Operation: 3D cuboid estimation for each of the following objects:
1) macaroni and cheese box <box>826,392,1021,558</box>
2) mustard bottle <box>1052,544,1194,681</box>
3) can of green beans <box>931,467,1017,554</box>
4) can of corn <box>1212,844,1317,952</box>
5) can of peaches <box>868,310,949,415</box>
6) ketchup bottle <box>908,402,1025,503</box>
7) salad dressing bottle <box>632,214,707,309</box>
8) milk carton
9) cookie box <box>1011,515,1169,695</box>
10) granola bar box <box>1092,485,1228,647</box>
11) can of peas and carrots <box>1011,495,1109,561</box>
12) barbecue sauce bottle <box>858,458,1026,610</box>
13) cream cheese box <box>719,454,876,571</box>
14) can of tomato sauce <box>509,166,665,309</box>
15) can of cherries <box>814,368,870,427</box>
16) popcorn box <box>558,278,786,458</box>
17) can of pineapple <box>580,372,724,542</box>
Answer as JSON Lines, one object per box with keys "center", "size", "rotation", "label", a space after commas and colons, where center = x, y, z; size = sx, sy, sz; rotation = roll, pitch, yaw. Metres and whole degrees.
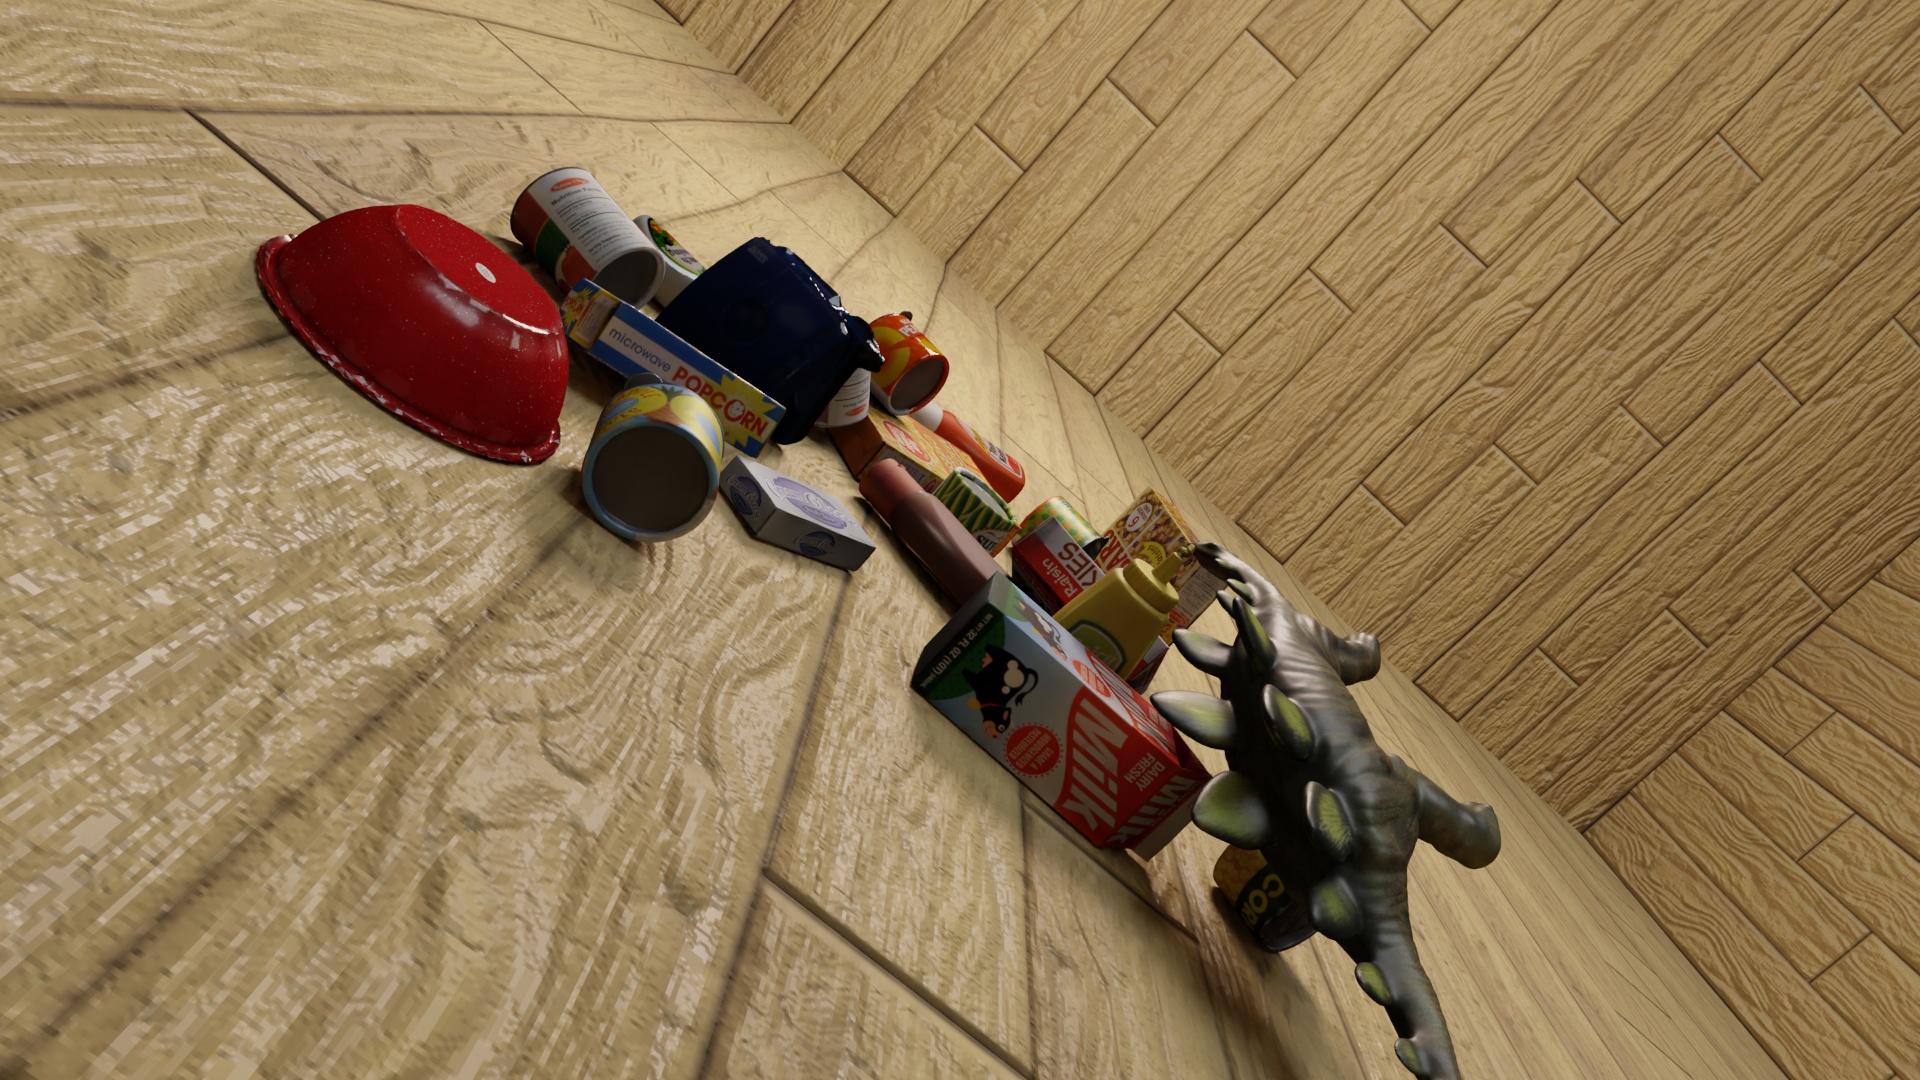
{"center": [-0.038, -0.063, 1.164], "size": [0.166, 0.040, 0.124], "rotation": [31, 17, -39], "label": "macaroni and cheese box"}
{"center": [0.092, 0.059, 0.892], "size": [0.065, 0.160, 0.049], "rotation": [41, 14, -2], "label": "mustard bottle"}
{"center": [0.002, -0.015, 1.089], "size": [0.071, 0.057, 0.071], "rotation": [40, 13, -11], "label": "can of green beans"}
{"center": [0.206, 0.226, 0.910], "size": [0.071, 0.071, 0.058], "rotation": [29, 18, -47], "label": "can of corn"}
{"center": [-0.050, -0.147, 1.153], "size": [0.058, 0.071, 0.071], "rotation": [48, 14, 26], "label": "can of peaches"}
{"center": [-0.003, -0.093, 1.355], "size": [0.148, 0.043, 0.065], "rotation": [35, 15, -30], "label": "ketchup bottle"}
{"center": [-0.200, -0.183, 1.059], "size": [0.147, 0.044, 0.064], "rotation": [43, 12, -1], "label": "salad dressing bottle"}
{"center": [0.067, 0.113, 0.842], "size": [0.190, 0.072, 0.073], "rotation": [42, 13, -6], "label": "milk carton"}
{"center": [0.089, 0.060, 1.012], "size": [0.123, 0.040, 0.167], "rotation": [49, -9, 13], "label": "cookie box"}
{"center": [0.164, 0.036, 1.255], "size": [0.039, 0.124, 0.166], "rotation": [38, 14, -23], "label": "granola bar box"}
{"center": [0.091, 0.000, 1.275], "size": [0.059, 0.071, 0.071], "rotation": [47, 13, 19], "label": "can of peas and carrots"}
{"center": [-0.016, 0.002, 1.015], "size": [0.149, 0.043, 0.065], "rotation": [47, 8, 22], "label": "barbecue sauce bottle"}
{"center": [-0.101, -0.016, 0.861], "size": [0.053, 0.024, 0.104], "rotation": [49, 14, 32], "label": "cream cheese box"}
{"center": [-0.244, -0.192, 0.914], "size": [0.083, 0.071, 0.071], "rotation": [48, 14, 18], "label": "can of tomato sauce"}
{"center": [-0.105, -0.130, 1.080], "size": [0.071, 0.058, 0.072], "rotation": [4, 36, -3], "label": "can of cherries"}
{"center": [-0.177, -0.105, 0.844], "size": [0.126, 0.038, 0.085], "rotation": [34, -2, -34], "label": "popcorn box"}
{"center": [-0.153, -0.041, 0.692], "size": [0.071, 0.071, 0.058], "rotation": [38, 14, -20], "label": "can of pineapple"}
